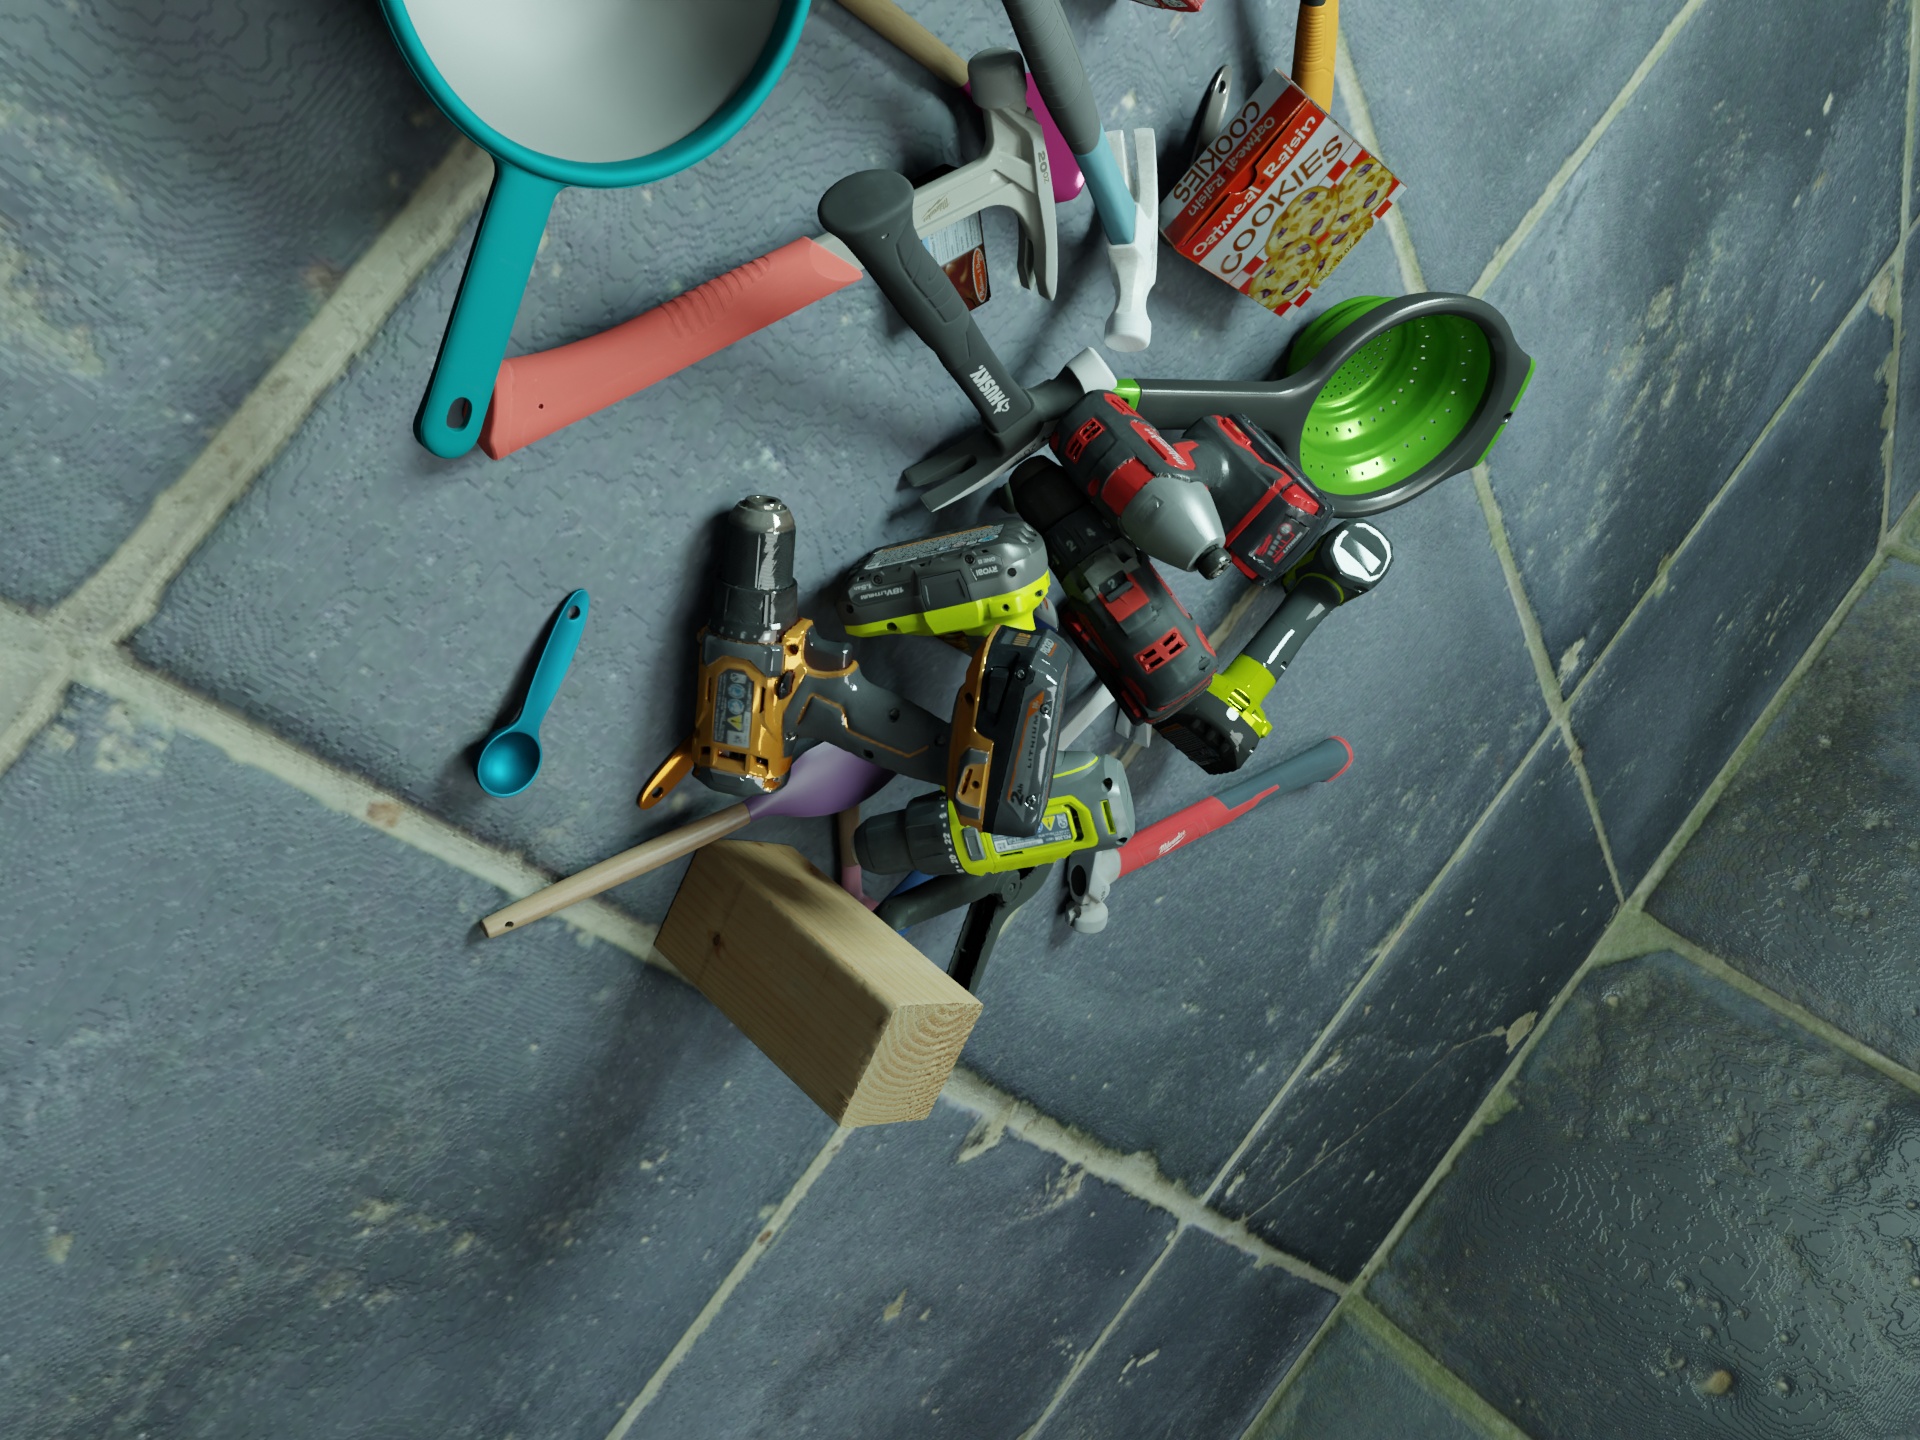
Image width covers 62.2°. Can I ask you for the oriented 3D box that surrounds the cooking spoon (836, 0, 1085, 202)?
[{"bbox_3d":[-0.015,-0.373,0.891,0.318,0.017,0.069,14,98,-52],"label":"cooking spoon"}]

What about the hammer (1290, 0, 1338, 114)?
[{"bbox_3d":[0.236,-0.468,1.035,0.127,0.034,0.336,-51,156,-23],"label":"hammer"}]

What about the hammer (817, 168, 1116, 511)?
[{"bbox_3d":[-0.008,-0.212,0.898,0.146,0.035,0.334,-36,163,8],"label":"hammer"}]

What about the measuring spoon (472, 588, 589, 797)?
[{"bbox_3d":[-0.245,-0.018,0.911,0.042,0.021,0.128,24,89,-52],"label":"measuring spoon"}]

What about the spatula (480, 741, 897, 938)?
[{"bbox_3d":[-0.163,0.072,1.043,0.316,0.018,0.059,-24,124,-29],"label":"spatula"}]

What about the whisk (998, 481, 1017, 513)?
[{"bbox_3d":[0.120,-0.164,1.184,0.246,0.058,0.059,-6,87,-43],"label":"whisk"}]

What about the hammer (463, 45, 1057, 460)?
[{"bbox_3d":[-0.098,-0.228,0.863,0.359,0.037,0.149,-33,137,-19],"label":"hammer"}]

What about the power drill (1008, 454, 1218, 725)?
[{"bbox_3d":[0.107,-0.086,1.114,0.080,0.188,0.226,-36,171,4],"label":"power drill"}]

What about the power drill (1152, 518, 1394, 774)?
[{"bbox_3d":[0.262,-0.063,1.351,0.223,0.080,0.171,-50,180,-7],"label":"power drill"}]

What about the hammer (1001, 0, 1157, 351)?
[{"bbox_3d":[0.067,-0.339,0.901,0.330,0.033,0.128,37,57,-67],"label":"hammer"}]

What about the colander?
[{"bbox_3d":[0.253,-0.262,1.228,0.397,0.095,0.204,-4,136,-26],"label":"colander"}]

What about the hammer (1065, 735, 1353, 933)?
[{"bbox_3d":[0.248,0.072,1.506,0.386,0.038,0.143,-21,130,-37],"label":"hammer"}]

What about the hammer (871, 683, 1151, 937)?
[{"bbox_3d":[0.024,0.078,1.225,0.405,0.035,0.143,-45,143,-26],"label":"hammer"}]

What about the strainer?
[{"bbox_3d":[-0.193,-0.287,0.693,0.210,0.095,0.340,6,112,-48],"label":"strainer"}]

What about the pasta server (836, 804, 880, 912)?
[{"bbox_3d":[-0.076,0.084,1.154,0.060,0.040,0.316,-33,137,-38],"label":"pasta server"}]

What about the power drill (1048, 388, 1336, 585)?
[{"bbox_3d":[0.161,-0.150,1.068,0.078,0.143,0.219,-49,158,26],"label":"power drill"}]

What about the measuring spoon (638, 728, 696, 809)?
[{"bbox_3d":[-0.164,0.014,1.023,0.117,0.011,0.021,-49,143,-10],"label":"measuring spoon"}]

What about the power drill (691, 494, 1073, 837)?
[{"bbox_3d":[-0.050,-0.031,0.961,0.084,0.226,0.185,-59,158,-67],"label":"power drill"}]

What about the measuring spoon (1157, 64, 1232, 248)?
[{"bbox_3d":[0.158,-0.384,1.084,0.034,0.018,0.124,4,107,-52],"label":"measuring spoon"}]

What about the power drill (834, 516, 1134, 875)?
[{"bbox_3d":[-0.002,-0.003,1.047,0.080,0.190,0.228,-67,144,-68],"label":"power drill"}]
